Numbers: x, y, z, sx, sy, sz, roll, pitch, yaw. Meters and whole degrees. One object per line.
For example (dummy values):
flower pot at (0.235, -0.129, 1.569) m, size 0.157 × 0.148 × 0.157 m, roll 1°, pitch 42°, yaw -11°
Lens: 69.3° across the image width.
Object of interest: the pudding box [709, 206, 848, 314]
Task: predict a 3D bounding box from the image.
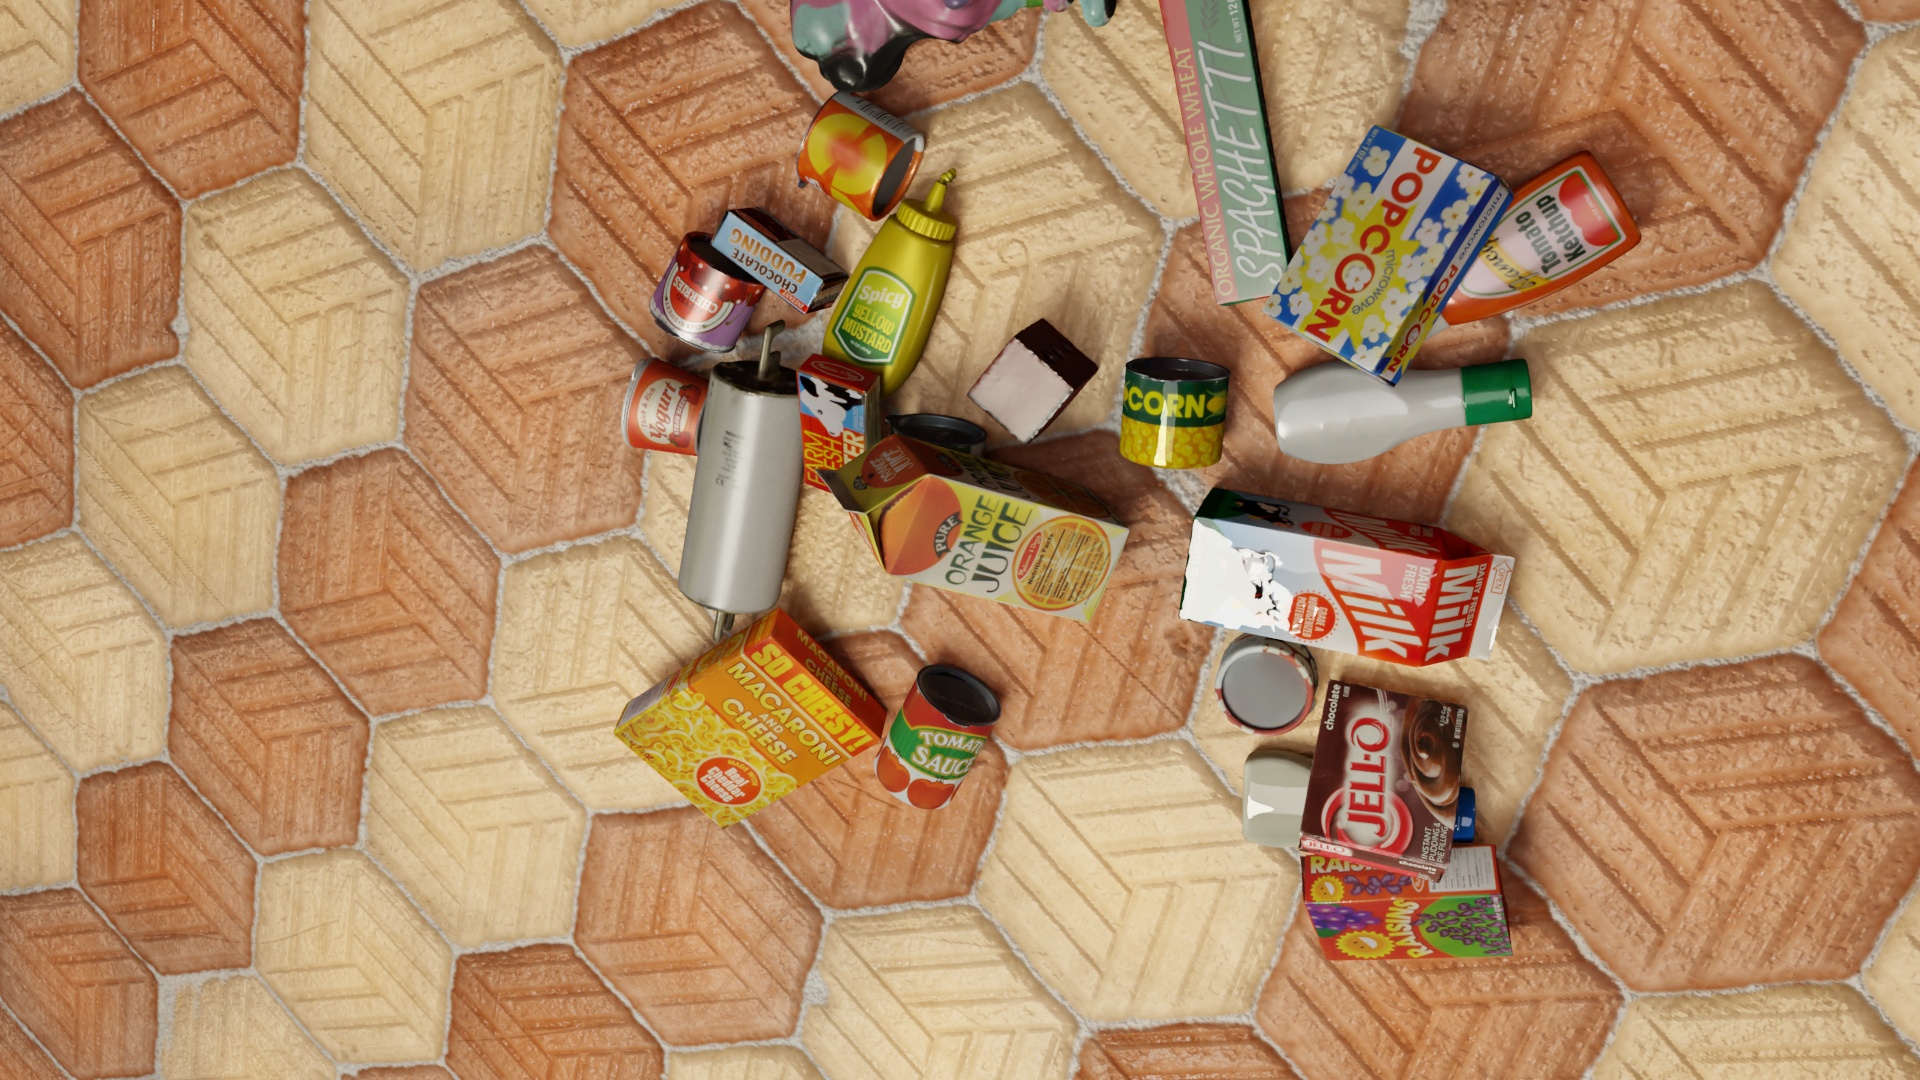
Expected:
pudding box at (-0.123, -0.192, 0.946) m, size 0.084 × 0.050 × 0.030 m, roll 37°, pitch 113°, yaw 4°

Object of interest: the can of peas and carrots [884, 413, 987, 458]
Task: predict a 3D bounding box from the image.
can of peas and carrots at (-0.021, -0.050, 0.946) m, size 0.071 × 0.071 × 0.058 m, roll 14°, pitch 111°, yaw 15°

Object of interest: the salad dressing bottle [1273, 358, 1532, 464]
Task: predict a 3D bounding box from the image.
salad dressing bottle at (0.269, -0.083, 0.848) m, size 0.147 × 0.044 × 0.064 m, roll -6°, pitch 109°, yaw 20°

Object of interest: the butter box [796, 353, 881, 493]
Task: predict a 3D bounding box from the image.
butter box at (-0.081, -0.074, 0.945) m, size 0.053 × 0.024 × 0.103 m, roll 20°, pitch 137°, yaw 18°

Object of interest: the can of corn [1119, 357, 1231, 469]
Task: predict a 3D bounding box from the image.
can of corn at (0.135, -0.081, 0.880) m, size 0.071 × 0.071 × 0.058 m, roll 8°, pitch 110°, yaw 17°

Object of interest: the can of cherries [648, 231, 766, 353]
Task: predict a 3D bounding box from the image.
can of cherries at (-0.174, -0.171, 0.958) m, size 0.071 × 0.072 × 0.058 m, roll 37°, pitch 114°, yaw 5°

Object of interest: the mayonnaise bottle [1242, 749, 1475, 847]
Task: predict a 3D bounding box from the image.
mayonnaise bottle at (0.266, 0.178, 0.931) m, size 0.148 × 0.041 × 0.064 m, roll 2°, pitch 96°, yaw 17°

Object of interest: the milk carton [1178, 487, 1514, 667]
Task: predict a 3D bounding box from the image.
milk carton at (0.241, 0.024, 0.874) m, size 0.191 × 0.074 × 0.072 m, roll 12°, pitch 110°, yaw 15°

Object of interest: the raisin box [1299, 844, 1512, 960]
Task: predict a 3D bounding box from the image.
raisin box at (0.296, 0.241, 0.922) m, size 0.123 × 0.040 × 0.085 m, roll -9°, pitch 136°, yaw 21°

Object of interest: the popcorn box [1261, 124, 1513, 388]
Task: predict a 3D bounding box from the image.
popcorn box at (0.245, -0.165, 0.803) m, size 0.085 × 0.038 × 0.126 m, roll 39°, pitch 106°, yaw 35°

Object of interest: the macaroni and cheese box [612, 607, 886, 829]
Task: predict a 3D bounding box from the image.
macaroni and cheese box at (-0.158, 0.136, 1.046) m, size 0.166 × 0.040 × 0.123 m, roll -32°, pitch 115°, yaw 24°

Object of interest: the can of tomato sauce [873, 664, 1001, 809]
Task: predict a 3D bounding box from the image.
can of tomato sauce at (-0.017, 0.143, 1.003) m, size 0.071 × 0.071 × 0.082 m, roll 31°, pitch 115°, yaw 8°

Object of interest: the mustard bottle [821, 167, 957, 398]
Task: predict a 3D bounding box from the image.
mustard bottle at (-0.040, -0.174, 0.923) m, size 0.065 × 0.049 × 0.159 m, roll 28°, pitch 114°, yaw 8°

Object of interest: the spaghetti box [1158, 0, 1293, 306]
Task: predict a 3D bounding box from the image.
spaghetti box at (0.158, -0.267, 0.837) m, size 0.050 × 0.029 × 0.249 m, roll -8°, pitch 103°, yaw 22°

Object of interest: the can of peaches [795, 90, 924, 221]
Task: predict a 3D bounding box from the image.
can of peaches at (-0.065, -0.247, 0.900) m, size 0.058 × 0.071 × 0.071 m, roll 32°, pitch 114°, yaw 7°

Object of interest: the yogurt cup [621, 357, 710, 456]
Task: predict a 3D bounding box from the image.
yogurt cup at (-0.205, -0.093, 0.999) m, size 0.054 × 0.073 × 0.072 m, roll 15°, pitch 111°, yaw 6°

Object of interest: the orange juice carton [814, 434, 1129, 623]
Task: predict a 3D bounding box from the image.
orange juice carton at (0.003, -0.011, 0.889) m, size 0.193 × 0.072 × 0.072 m, roll 14°, pitch 109°, yaw -26°

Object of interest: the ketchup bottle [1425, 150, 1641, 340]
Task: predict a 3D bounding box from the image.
ketchup bottle at (0.310, -0.160, 0.809) m, size 0.148 × 0.044 × 0.064 m, roll -31°, pitch 91°, yaw 25°

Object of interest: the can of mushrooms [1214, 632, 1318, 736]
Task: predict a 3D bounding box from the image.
can of mushrooms at (0.207, 0.097, 0.931) m, size 0.071 × 0.033 × 0.070 m, roll 5°, pitch 107°, yaw 17°
